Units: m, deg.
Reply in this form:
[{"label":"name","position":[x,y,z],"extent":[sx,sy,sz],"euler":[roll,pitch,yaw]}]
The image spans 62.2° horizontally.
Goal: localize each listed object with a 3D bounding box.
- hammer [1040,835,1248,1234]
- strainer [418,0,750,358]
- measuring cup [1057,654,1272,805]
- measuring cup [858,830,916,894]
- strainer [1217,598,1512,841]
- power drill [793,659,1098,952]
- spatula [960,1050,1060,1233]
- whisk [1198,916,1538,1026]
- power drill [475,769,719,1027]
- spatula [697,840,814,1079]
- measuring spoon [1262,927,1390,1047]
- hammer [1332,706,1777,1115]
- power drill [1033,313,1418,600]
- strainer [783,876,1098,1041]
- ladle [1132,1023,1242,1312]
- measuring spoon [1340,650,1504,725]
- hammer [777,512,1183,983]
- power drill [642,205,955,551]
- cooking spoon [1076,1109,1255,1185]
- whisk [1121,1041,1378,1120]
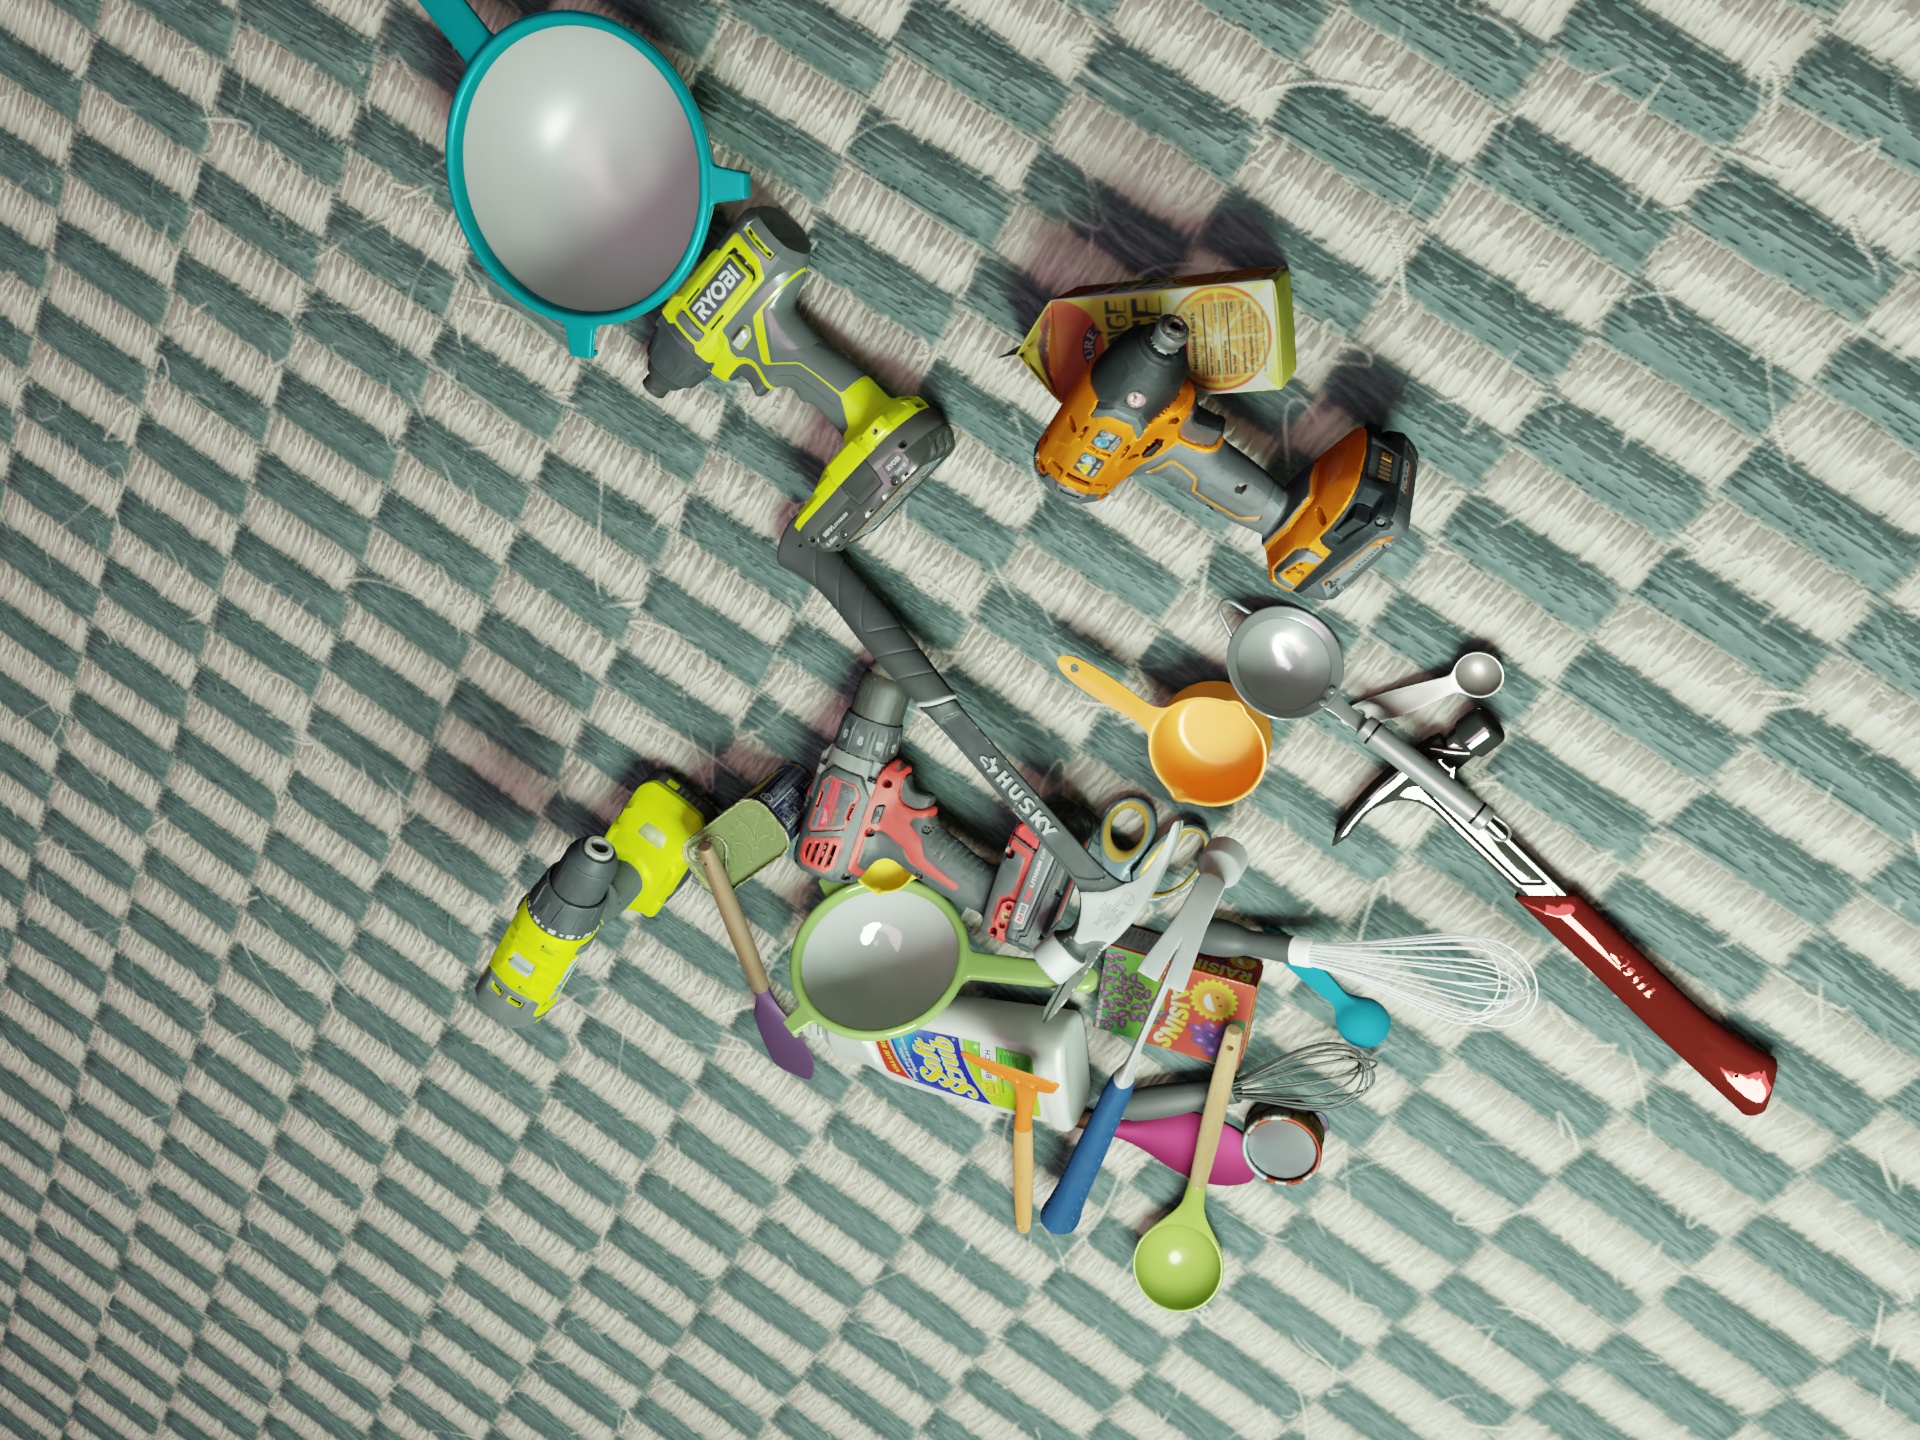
[{"label":"hammer","position":[0.128,0.276,1.246],"extent":[0.035,0.144,0.405],"euler":[26,128,13]},{"label":"strainer","position":[-0.298,-0.448,1.151],"extent":[0.211,0.095,0.340],"euler":[-37,94,27]},{"label":"measuring cup","position":[0.153,-0.008,1.191],"extent":[0.173,0.052,0.095],"euler":[32,120,7]},{"label":"measuring cup","position":[-0.014,0.122,1.330],"extent":[0.156,0.029,0.062],"euler":[11,106,3]},{"label":"strainer","position":[0.283,0.003,1.132],"extent":[0.258,0.087,0.050],"euler":[40,165,13]},{"label":"power drill","position":[-0.009,0.066,1.262],"extent":[0.227,0.080,0.188],"euler":[21,100,12]},{"label":"spatula","position":[0.049,0.358,1.329],"extent":[0.081,0.041,0.322],"euler":[15,139,17]},{"label":"whisk","position":[0.289,0.181,1.199],"extent":[0.285,0.070,0.070],"euler":[5,114,34]},{"label":"power drill","position":[-0.293,0.132,1.318],"extent":[0.080,0.228,0.190],"euler":[37,120,3]},{"label":"spatula","position":[-0.177,0.215,1.370],"extent":[0.060,0.018,0.315],"euler":[16,139,29]},{"label":"measuring spoon","position":[0.284,0.212,1.251],"extent":[0.128,0.021,0.042],"euler":[43,120,-1]},{"label":"hammer","position":[0.445,0.158,1.158],"extent":[0.359,0.037,0.149],"euler":[44,120,-1]},{"label":"power drill","position":[0.177,-0.174,1.031],"extent":[0.226,0.084,0.164],"euler":[21,151,-9]},{"label":"strainer","position":[-0.012,0.214,1.327],"extent":[0.256,0.152,0.069],"euler":[4,144,10]},{"label":"ladle","position":[0.196,0.370,1.301],"extent":[0.078,0.062,0.320],"euler":[13,128,12]},{"label":"measuring spoon","position":[0.330,-0.021,1.141],"extent":[0.124,0.018,0.034],"euler":[-21,103,34]},{"label":"hammer","position":[-0.002,-0.004,1.205],"extent":[0.149,0.036,0.409],"euler":[-43,77,10]},{"label":"power drill","position":[-0.127,-0.242,1.186],"extent":[0.223,0.080,0.171],"euler":[49,119,0]},{"label":"cooking spoon","position":[0.099,0.345,1.381],"extent":[0.319,0.017,0.068],"euler":[12,115,15]},{"label":"whisk","position":[0.225,0.301,1.299],"extent":[0.239,0.055,0.055],"euler":[-17,105,29]}]
